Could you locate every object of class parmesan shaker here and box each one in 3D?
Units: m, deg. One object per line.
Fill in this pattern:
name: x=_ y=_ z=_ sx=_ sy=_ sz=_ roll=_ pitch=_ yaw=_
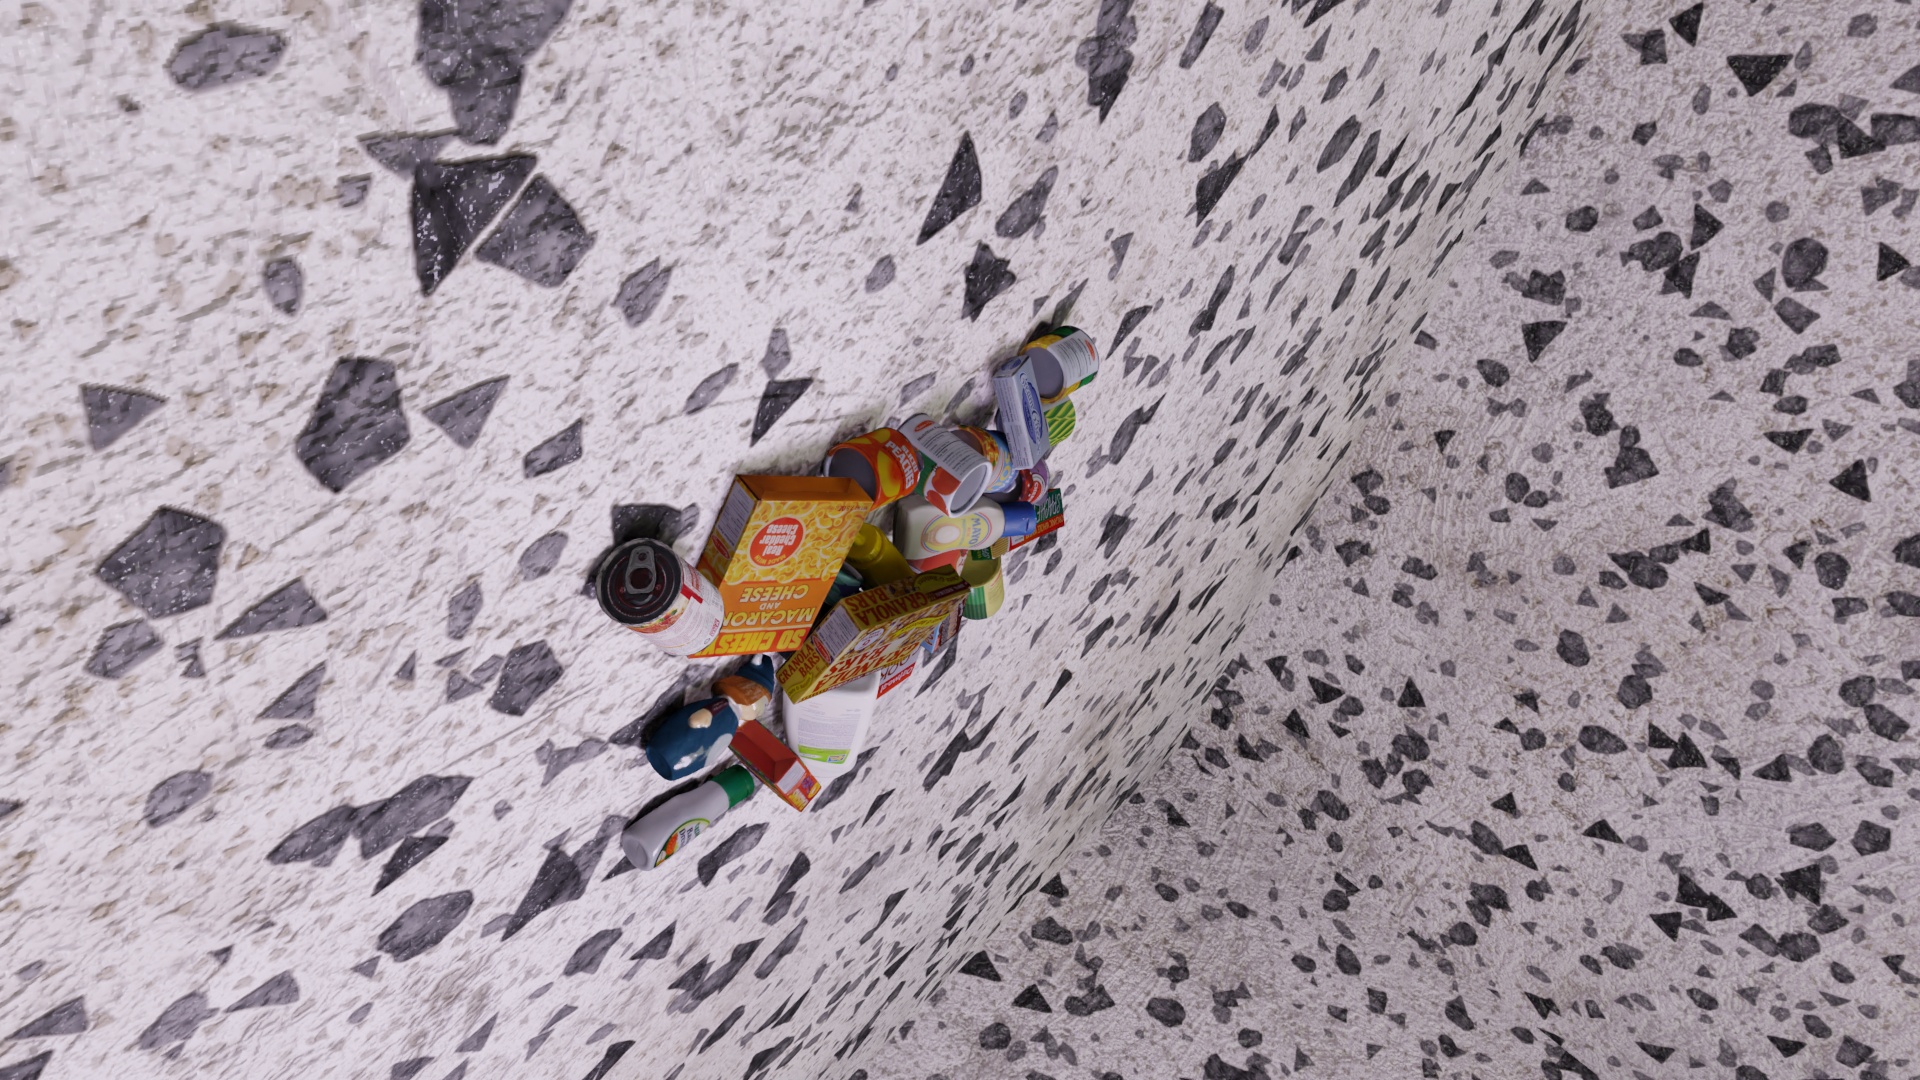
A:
parmesan shaker: x=0.015 y=0.047 z=1.618 sx=0.071 sy=0.071 sz=0.102 roll=-46 pitch=160 yaw=-17

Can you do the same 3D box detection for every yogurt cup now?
yogurt cup: x=-0.023 y=0.010 z=1.479 sx=0.054 sy=0.072 sz=0.072 roll=-64 pitch=158 yaw=9

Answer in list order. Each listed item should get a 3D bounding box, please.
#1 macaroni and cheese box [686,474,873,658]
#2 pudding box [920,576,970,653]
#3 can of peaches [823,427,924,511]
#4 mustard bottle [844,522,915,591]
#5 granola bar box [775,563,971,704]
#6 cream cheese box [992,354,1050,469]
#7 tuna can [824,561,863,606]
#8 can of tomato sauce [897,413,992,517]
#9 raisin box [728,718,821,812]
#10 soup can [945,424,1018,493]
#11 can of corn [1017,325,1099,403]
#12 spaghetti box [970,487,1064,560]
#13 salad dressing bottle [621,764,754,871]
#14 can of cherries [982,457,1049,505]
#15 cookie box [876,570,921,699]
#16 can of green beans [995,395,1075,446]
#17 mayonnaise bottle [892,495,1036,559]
macaroni and cheese box: x=-0.162 y=0.022 z=1.183 sx=0.124 sy=0.040 sz=0.165 roll=0 pitch=127 yaw=-45
pudding box: x=-0.021 y=0.079 z=1.529 sx=0.050 sy=0.030 sz=0.083 roll=-36 pitch=153 yaw=-38
can of peaches: x=-0.077 y=-0.062 z=1.225 sx=0.058 sy=0.071 sz=0.071 roll=-26 pitch=148 yaw=-49
mustard bottle: x=-0.087 y=0.019 z=1.357 sx=0.049 sy=0.065 sz=0.159 roll=-50 pitch=154 yaw=-10
granola bar box: x=-0.083 y=0.087 z=1.323 sx=0.166 sy=0.039 sz=0.123 roll=-17 pitch=155 yaw=-52
cream cheese box: x=0.062 y=-0.128 z=1.395 sx=0.054 sy=0.024 sz=0.103 roll=-52 pitch=133 yaw=-54
tuna can: x=-0.126 y=0.032 z=1.283 sx=0.033 sy=0.071 sz=0.071 roll=-55 pitch=160 yaw=6
can of tomato sauce: x=-0.021 y=-0.069 z=1.315 sx=0.071 sy=0.083 sz=0.071 roll=-44 pitch=158 yaw=-23
raisin box: x=-0.196 y=0.228 z=1.432 sx=0.040 sy=0.086 sz=0.123 roll=-49 pitch=160 yaw=-15
soup can: x=0.016 y=-0.079 z=1.398 sx=0.071 sy=0.071 sz=0.084 roll=-58 pitch=159 yaw=14
can of corn: x=0.097 y=-0.179 z=1.422 sx=0.058 sy=0.071 sz=0.070 roll=-32 pitch=152 yaw=-42
spaghetti box: x=0.068 y=-0.022 z=1.603 sx=0.251 sy=0.028 sz=0.050 roll=-22 pitch=106 yaw=-66
salad dressing bottle: x=-0.273 y=0.277 z=1.406 sx=0.148 sy=0.044 sz=0.064 roll=-32 pitch=153 yaw=-45
can of cherries: x=0.057 y=-0.065 z=1.514 sx=0.058 sy=0.071 sz=0.071 roll=-15 pitch=138 yaw=-59
cookie box: x=-0.085 y=0.109 z=1.544 sx=0.123 sy=0.040 sz=0.166 roll=-31 pitch=150 yaw=-47
can of green beans: x=0.080 y=-0.127 z=1.468 sx=0.058 sy=0.071 sz=0.071 roll=-29 pitch=150 yaw=-48
mayonnaise bottle: x=0.005 y=-0.018 z=1.426 sx=0.148 sy=0.041 sz=0.064 roll=-5 pitch=120 yaw=-24
